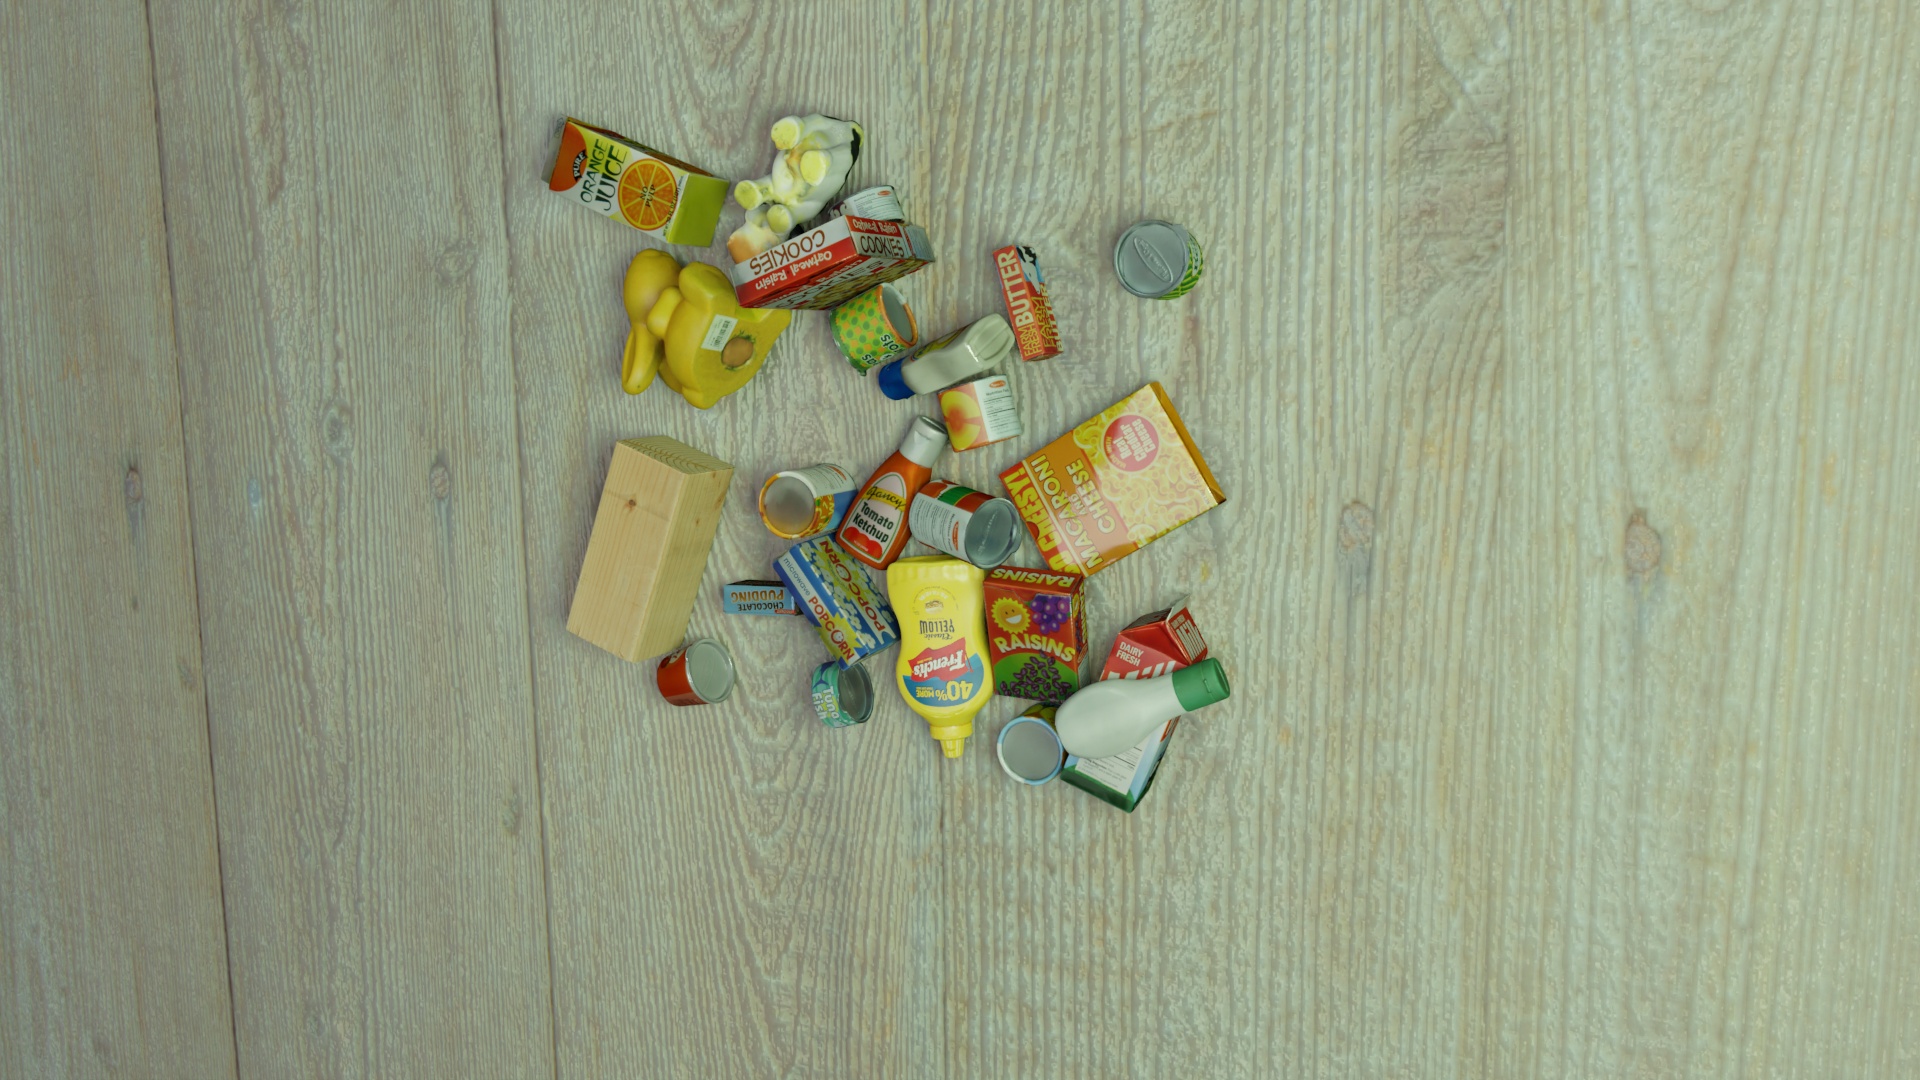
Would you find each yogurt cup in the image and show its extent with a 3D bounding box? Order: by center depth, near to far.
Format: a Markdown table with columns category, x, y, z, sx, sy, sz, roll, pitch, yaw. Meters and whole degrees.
| category | x | y | z | sx | sy | sz | roll | pitch | yaw |
| --- | --- | --- | --- | --- | --- | --- | --- | --- | --- |
| yogurt cup | -0.273 | 0.138 | 1.422 | 0.054 | 0.072 | 0.072 | -17 | 90 | 31 |

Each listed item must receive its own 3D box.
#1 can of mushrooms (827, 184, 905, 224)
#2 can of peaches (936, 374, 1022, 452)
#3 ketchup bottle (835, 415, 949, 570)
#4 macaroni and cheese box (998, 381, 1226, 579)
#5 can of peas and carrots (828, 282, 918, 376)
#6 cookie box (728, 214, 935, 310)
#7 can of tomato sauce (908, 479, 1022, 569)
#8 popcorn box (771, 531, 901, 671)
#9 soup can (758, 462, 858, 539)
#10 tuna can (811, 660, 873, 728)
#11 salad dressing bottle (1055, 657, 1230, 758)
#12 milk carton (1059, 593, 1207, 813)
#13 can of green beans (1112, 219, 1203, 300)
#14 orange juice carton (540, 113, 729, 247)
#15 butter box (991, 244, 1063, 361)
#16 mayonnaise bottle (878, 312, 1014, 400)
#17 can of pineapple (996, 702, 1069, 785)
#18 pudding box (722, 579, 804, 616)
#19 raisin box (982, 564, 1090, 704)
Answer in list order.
| category | x | y | z | sx | sy | sz | roll | pitch | yaw |
| --- | --- | --- | --- | --- | --- | --- | --- | --- | --- |
| can of mushrooms | -0.087 | -0.300 | 1.290 | 0.071 | 0.071 | 0.033 | -23 | 89 | 23 |
| can of peaches | 0.016 | -0.115 | 1.272 | 0.071 | 0.071 | 0.058 | -15 | 92 | 23 |
| ketchup bottle | -0.060 | -0.048 | 1.322 | 0.065 | 0.043 | 0.148 | 34 | 107 | 13 |
| macaroni and cheese box | 0.134 | -0.048 | 1.246 | 0.166 | 0.040 | 0.124 | -31 | 85 | 23 |
| can of peas and carrots | -0.080 | -0.197 | 1.298 | 0.058 | 0.071 | 0.071 | -24 | 88 | 22 |
| cookie box | -0.112 | -0.246 | 1.250 | 0.123 | 0.168 | 0.040 | -19 | 91 | 23 |
| can of tomato sauce | 0.005 | -0.016 | 1.274 | 0.083 | 0.071 | 0.071 | 21 | 106 | 47 |
| popcorn box | -0.115 | 0.056 | 1.335 | 0.038 | 0.085 | 0.127 | -37 | 83 | 23 |
| soup can | -0.147 | -0.036 | 1.337 | 0.071 | 0.084 | 0.071 | 3 | 99 | 22 |
| tuna can | -0.116 | 0.150 | 1.355 | 0.033 | 0.071 | 0.071 | -15 | 91 | 24 |
| salad dressing bottle | 0.155 | 0.141 | 1.181 | 0.147 | 0.044 | 0.064 | -23 | 89 | 21 |
| milk carton | 0.163 | 0.137 | 1.241 | 0.073 | 0.072 | 0.190 | 25 | 106 | 17 |
| can of green beans | 0.171 | -0.241 | 1.196 | 0.071 | 0.058 | 0.071 | 3 | 98 | 22 |
| orange juice carton | -0.334 | -0.359 | 1.377 | 0.193 | 0.073 | 0.071 | 26 | 106 | 17 |
| butter box | 0.061 | -0.213 | 1.247 | 0.024 | 0.053 | 0.103 | -15 | 91 | 25 |
| mayonnaise bottle | -0.018 | -0.162 | 1.261 | 0.147 | 0.065 | 0.041 | -15 | 116 | 49 |
| can of pineapple | 0.075 | 0.188 | 1.290 | 0.071 | 0.058 | 0.071 | 3 | 98 | 22 |
| pudding box | -0.190 | 0.057 | 1.384 | 0.083 | 0.050 | 0.030 | 1 | 96 | 22 |
| raisin box | 0.070 | 0.087 | 1.266 | 0.086 | 0.040 | 0.122 | 7 | 121 | 23 |
